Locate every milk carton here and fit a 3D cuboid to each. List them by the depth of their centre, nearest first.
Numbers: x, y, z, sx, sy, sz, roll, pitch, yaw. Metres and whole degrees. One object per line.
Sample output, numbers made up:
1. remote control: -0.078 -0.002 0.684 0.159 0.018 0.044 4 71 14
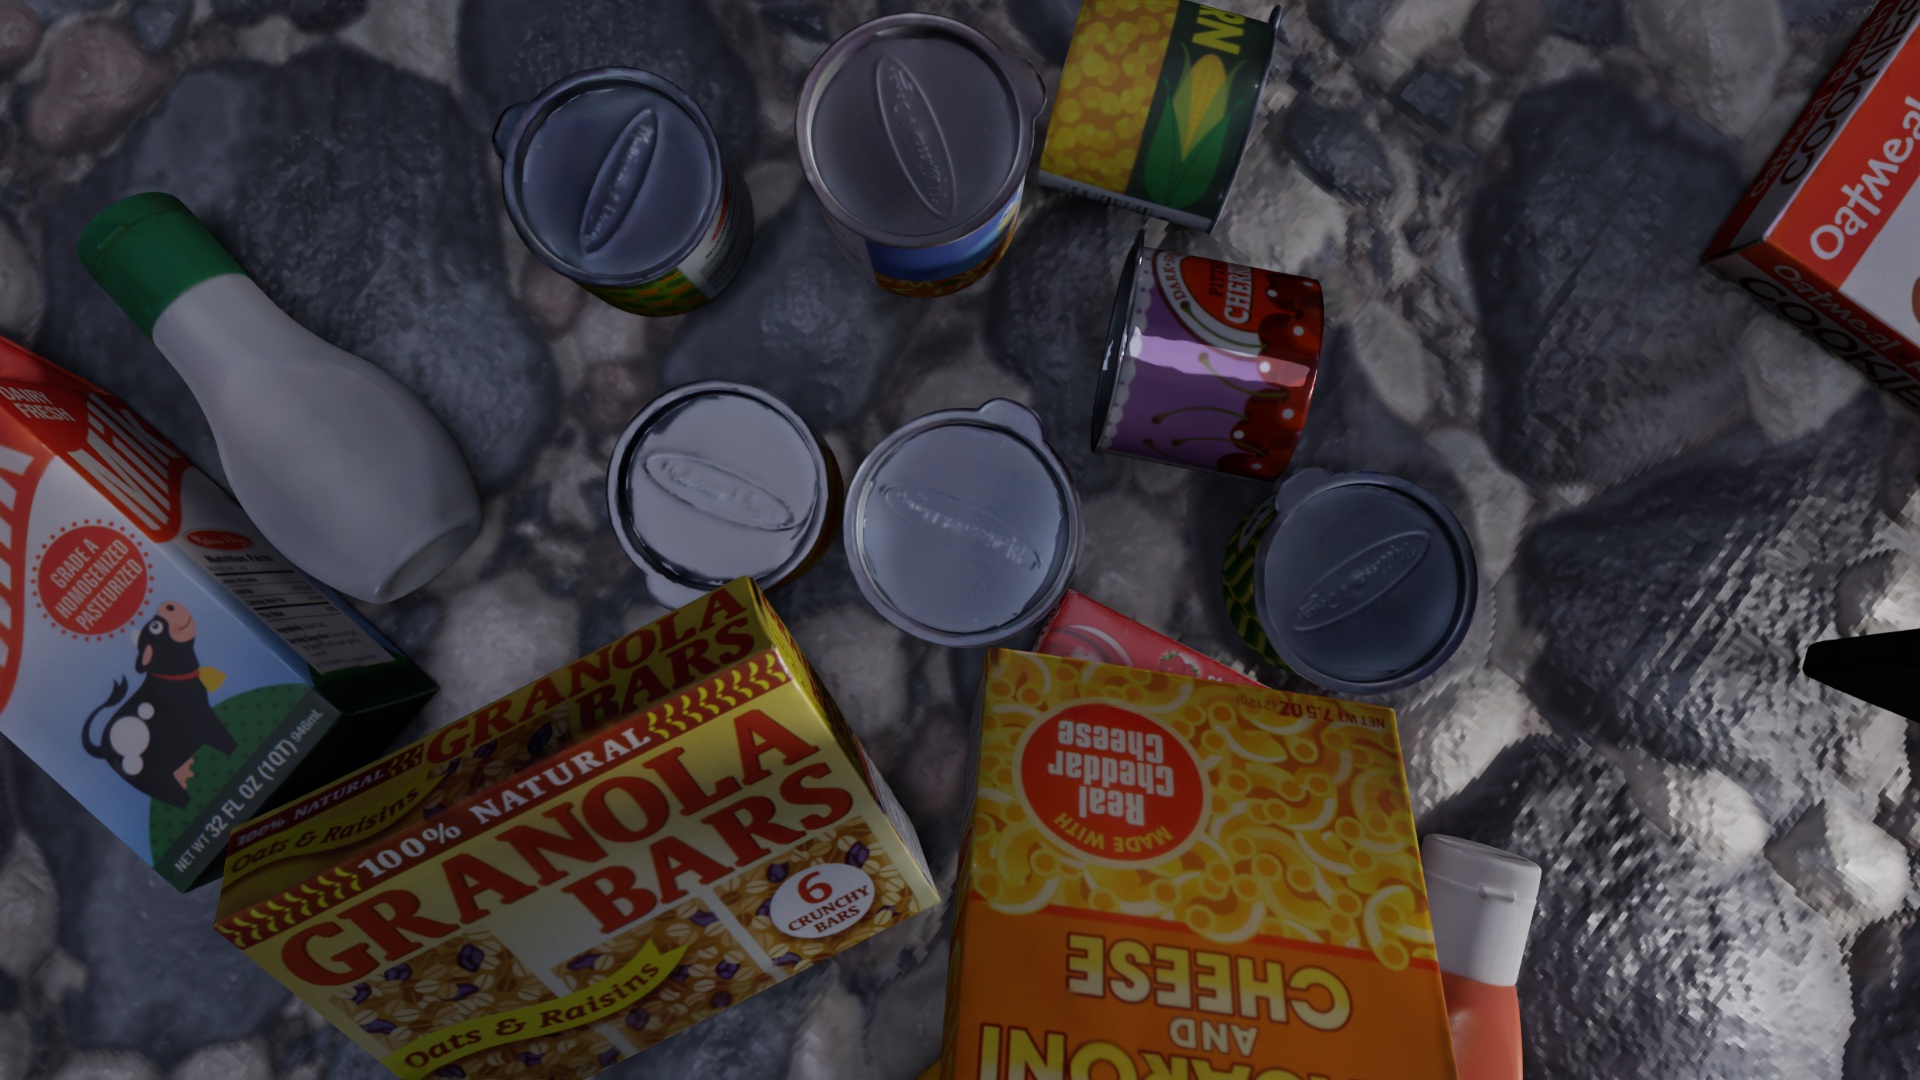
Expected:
1. milk carton: -0.268 0.013 0.431 0.190 0.073 0.072 42 91 1

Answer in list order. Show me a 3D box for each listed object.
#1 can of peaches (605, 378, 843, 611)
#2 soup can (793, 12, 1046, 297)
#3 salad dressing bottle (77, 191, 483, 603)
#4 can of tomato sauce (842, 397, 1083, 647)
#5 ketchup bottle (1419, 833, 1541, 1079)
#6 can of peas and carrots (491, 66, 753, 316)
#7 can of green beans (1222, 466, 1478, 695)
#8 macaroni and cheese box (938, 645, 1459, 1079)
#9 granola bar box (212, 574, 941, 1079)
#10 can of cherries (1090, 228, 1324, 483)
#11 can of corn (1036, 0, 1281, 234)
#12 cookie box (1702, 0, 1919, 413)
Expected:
1. can of peaches: -0.073 -0.013 0.437 0.071 0.058 0.071 0 90 0
2. soup can: -0.010 -0.114 0.425 0.071 0.084 0.071 0 90 0
3. salad dressing bottle: -0.219 -0.047 0.447 0.064 0.044 0.147 -43 88 2
4. can of tomato sauce: 0.002 -0.005 0.424 0.071 0.083 0.071 0 89 1
5. ketchup bottle: 0.148 0.170 0.439 0.065 0.043 0.148 15 89 0
6. can of peas and carrots: -0.105 -0.108 0.439 0.071 0.059 0.071 0 89 1
7. can of green beans: 0.119 0.013 0.435 0.071 0.058 0.071 0 89 1
8. macaroni and cheese box: 0.059 0.111 0.361 0.124 0.040 0.167 9 45 -3
9. granola bar box: -0.106 0.097 0.413 0.165 0.039 0.123 -26 128 0
10. can of cherries: 0.076 -0.056 0.430 0.058 0.071 0.071 11 90 1
11. can of corn: 0.061 -0.138 0.433 0.058 0.071 0.071 16 90 1
12. cookie box: 0.347 -0.095 0.444 0.167 0.040 0.123 35 89 0
